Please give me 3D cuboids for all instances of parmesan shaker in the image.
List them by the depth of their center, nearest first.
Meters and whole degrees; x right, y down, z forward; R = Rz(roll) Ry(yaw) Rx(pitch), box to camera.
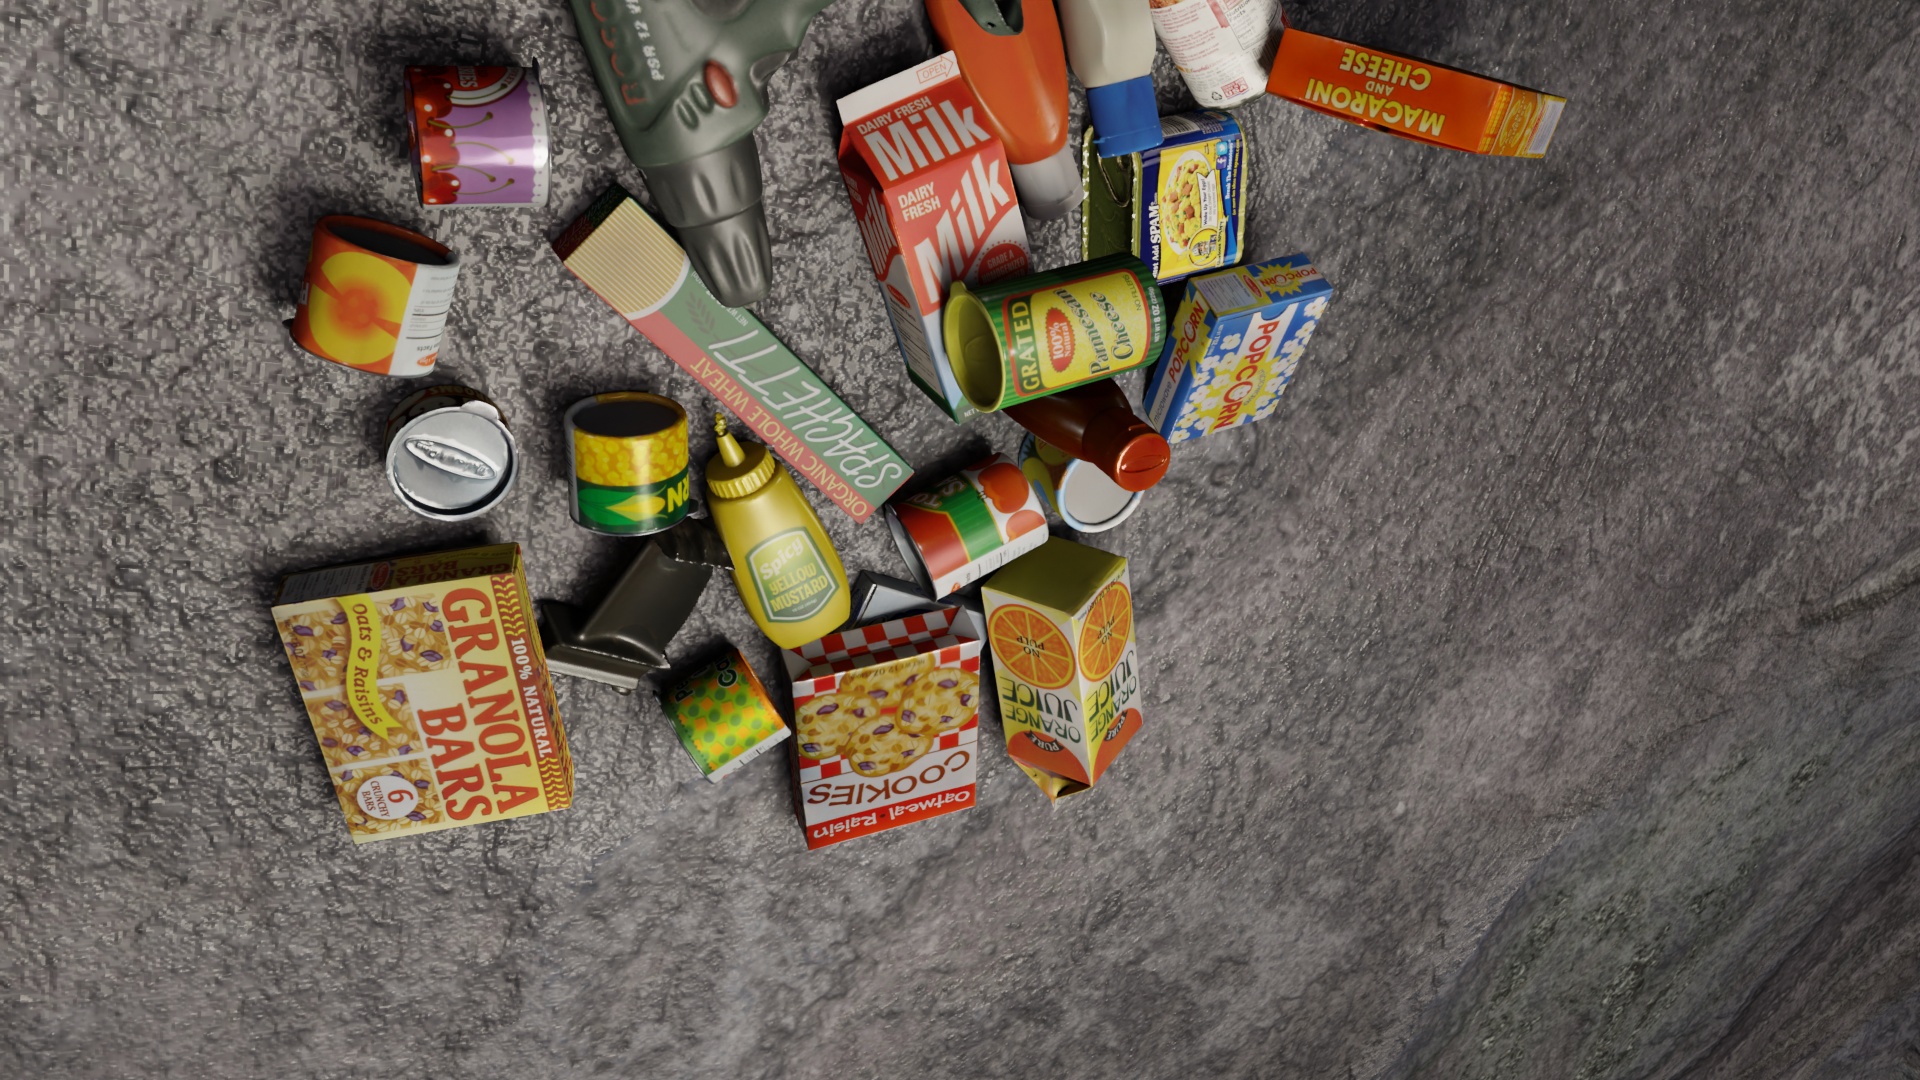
[{"bbox_3d":[0.051,-0.116,0.747,0.103,0.071,0.071,-18,124,-22],"label":"parmesan shaker"}]

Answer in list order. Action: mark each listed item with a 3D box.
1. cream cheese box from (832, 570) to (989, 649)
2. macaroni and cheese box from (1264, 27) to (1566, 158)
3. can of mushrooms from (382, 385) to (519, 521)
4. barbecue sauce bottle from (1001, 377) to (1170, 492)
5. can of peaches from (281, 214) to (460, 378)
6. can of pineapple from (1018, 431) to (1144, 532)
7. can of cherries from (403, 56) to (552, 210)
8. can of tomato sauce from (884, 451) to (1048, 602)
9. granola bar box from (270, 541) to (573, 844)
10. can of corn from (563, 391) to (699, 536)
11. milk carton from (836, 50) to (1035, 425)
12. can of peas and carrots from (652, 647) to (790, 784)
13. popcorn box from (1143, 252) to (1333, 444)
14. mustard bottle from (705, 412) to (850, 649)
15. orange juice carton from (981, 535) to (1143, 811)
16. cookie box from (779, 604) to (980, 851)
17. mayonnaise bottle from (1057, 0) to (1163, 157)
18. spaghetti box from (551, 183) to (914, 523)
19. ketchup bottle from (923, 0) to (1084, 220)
[{"bbox_3d":[-0.029,0.058,0.926,0.104,0.024,0.053,17,108,-34],"label":"cream cheese box"},{"bbox_3d":[0.264,-0.254,0.795,0.167,0.124,0.040,-22,132,-54],"label":"macaroni and cheese box"},{"bbox_3d":[-0.268,-0.048,0.733,0.071,0.033,0.070,-12,122,-20],"label":"can of mushrooms"},{"bbox_3d":[0.070,-0.076,0.822,0.065,0.149,0.043,-12,122,-22],"label":"barbecue sauce bottle"},{"bbox_3d":[-0.282,-0.118,0.665,0.071,0.071,0.058,11,112,-32],"label":"can of peaches"},{"bbox_3d":[0.079,-0.048,0.901,0.071,0.058,0.070,-13,122,-21],"label":"can of pineapple"},{"bbox_3d":[-0.227,-0.192,0.651,0.058,0.072,0.071,-7,120,-23],"label":"can of cherries"},{"bbox_3d":[0.003,-0.011,0.878,0.083,0.071,0.071,-28,127,-12],"label":"can of tomato sauce"},{"bbox_3d":[-0.295,0.087,0.780,0.124,0.039,0.164,-8,121,-9],"label":"granola bar box"},{"bbox_3d":[-0.180,-0.043,0.761,0.071,0.071,0.058,-9,121,-23],"label":"can of corn"},{"bbox_3d":[-0.009,-0.169,0.774,0.072,0.074,0.189,-28,126,-11],"label":"milk carton"},{"bbox_3d":[-0.148,0.107,0.867,0.059,0.071,0.070,-32,127,-8],"label":"can of peas and carrots"},{"bbox_3d":[0.175,-0.121,0.891,0.085,0.038,0.126,-16,150,-18],"label":"popcorn box"},{"bbox_3d":[-0.116,-0.008,0.826,0.065,0.049,0.159,-28,127,-10],"label":"mustard bottle"},{"bbox_3d":[0.074,0.098,0.960,0.072,0.073,0.191,-42,136,-39],"label":"orange juice carton"},{"bbox_3d":[-0.052,0.126,0.924,0.123,0.040,0.166,-12,132,-15],"label":"cookie box"},{"bbox_3d":[0.077,-0.282,0.740,0.041,0.065,0.147,-18,108,-15],"label":"mayonnaise bottle"},{"bbox_3d":[-0.119,-0.097,0.787,0.050,0.029,0.249,-45,128,3],"label":"spaghetti box"},{"bbox_3d":[0.031,-0.250,0.768,0.065,0.044,0.148,-31,127,-9],"label":"ketchup bottle"}]
